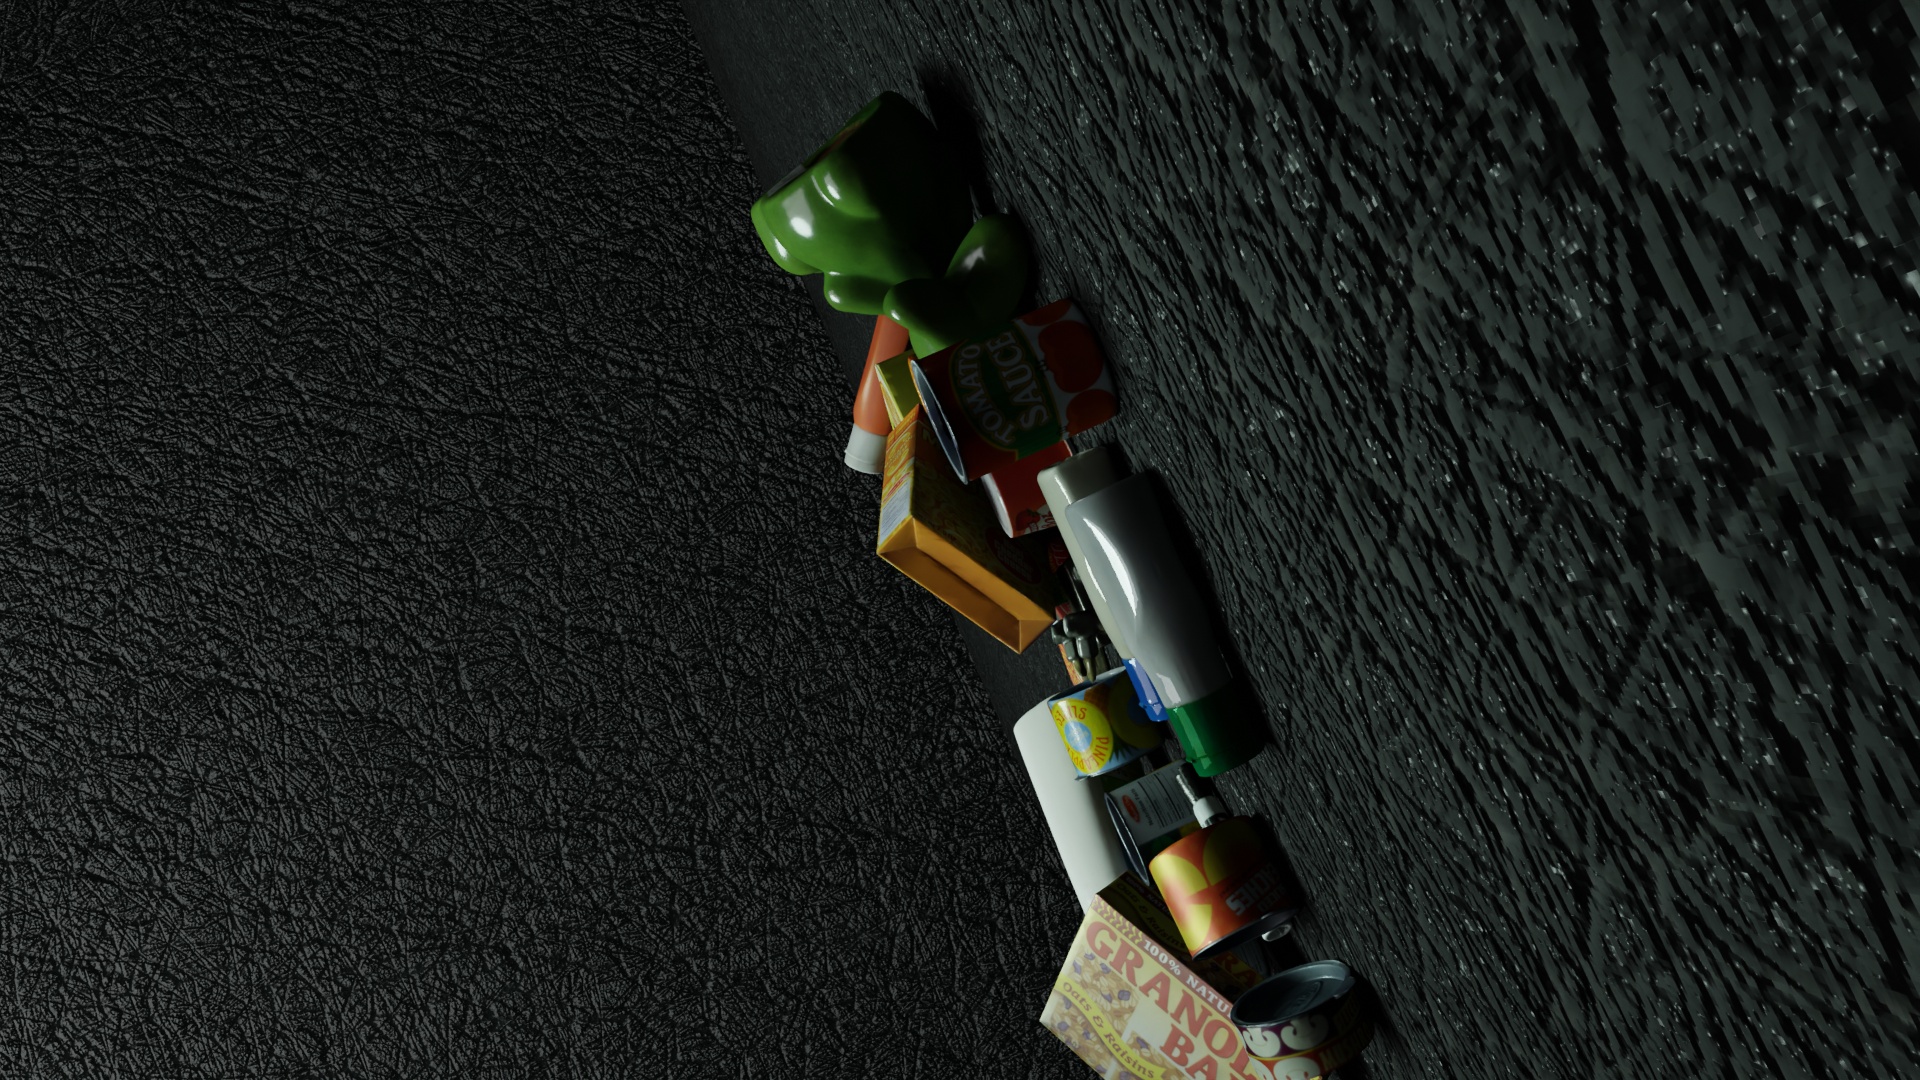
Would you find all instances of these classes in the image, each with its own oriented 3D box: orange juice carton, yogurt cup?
[{"bbox_3d":[-0.013,-0.087,1.167,0.192,0.072,0.073,77,168,-66],"label":"orange juice carton"},{"bbox_3d":[0.045,-0.036,0.859,0.072,0.054,0.072,160,87,-85],"label":"yogurt cup"}]

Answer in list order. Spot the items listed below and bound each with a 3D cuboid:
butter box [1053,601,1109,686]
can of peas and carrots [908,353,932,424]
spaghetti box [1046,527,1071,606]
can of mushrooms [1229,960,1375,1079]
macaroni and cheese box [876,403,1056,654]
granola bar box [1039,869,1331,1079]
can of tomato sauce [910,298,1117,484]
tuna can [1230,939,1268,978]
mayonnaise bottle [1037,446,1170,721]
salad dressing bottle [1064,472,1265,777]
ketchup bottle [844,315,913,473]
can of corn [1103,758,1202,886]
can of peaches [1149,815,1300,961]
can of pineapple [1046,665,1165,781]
[{"bbox_3d":[0.096,0.087,1.092,0.053,0.024,0.103,-121,8,-53],"label":"butter box"},{"bbox_3d":[0.002,-0.110,0.957,0.071,0.059,0.071,159,87,-85],"label":"can of peas and carrots"},{"bbox_3d":[0.053,0.004,1.134,0.250,0.029,0.050,-135,22,-78],"label":"spaghetti box"},{"bbox_3d":[0.176,0.245,0.708,0.071,0.071,0.033,127,119,-85],"label":"can of mushrooms"},{"bbox_3d":[0.003,-0.012,0.956,0.123,0.040,0.167,36,-156,-19],"label":"macaroni and cheese box"},{"bbox_3d":[0.139,0.302,0.855,0.166,0.039,0.123,35,125,28],"label":"granola bar box"},{"bbox_3d":[0.027,-0.074,0.684,0.071,0.083,0.071,160,87,-85],"label":"can of tomato sauce"},{"bbox_3d":[0.186,0.283,0.978,0.071,0.033,0.071,160,86,-85],"label":"tuna can"},{"bbox_3d":[0.089,0.023,0.747,0.065,0.041,0.148,-162,48,-86],"label":"mayonnaise bottle"},{"bbox_3d":[0.101,0.041,0.679,0.064,0.044,0.147,141,104,-83],"label":"salad dressing bottle"},{"bbox_3d":[-0.066,-0.132,1.204,0.065,0.043,0.148,-58,-14,-70],"label":"ketchup bottle"},{"bbox_3d":[0.135,0.186,0.915,0.071,0.058,0.071,160,87,-85],"label":"can of corn"},{"bbox_3d":[0.148,0.193,0.775,0.071,0.071,0.058,76,170,-63],"label":"can of peaches"},{"bbox_3d":[0.099,0.126,0.962,0.071,0.071,0.058,127,119,-85],"label":"can of pineapple"}]
